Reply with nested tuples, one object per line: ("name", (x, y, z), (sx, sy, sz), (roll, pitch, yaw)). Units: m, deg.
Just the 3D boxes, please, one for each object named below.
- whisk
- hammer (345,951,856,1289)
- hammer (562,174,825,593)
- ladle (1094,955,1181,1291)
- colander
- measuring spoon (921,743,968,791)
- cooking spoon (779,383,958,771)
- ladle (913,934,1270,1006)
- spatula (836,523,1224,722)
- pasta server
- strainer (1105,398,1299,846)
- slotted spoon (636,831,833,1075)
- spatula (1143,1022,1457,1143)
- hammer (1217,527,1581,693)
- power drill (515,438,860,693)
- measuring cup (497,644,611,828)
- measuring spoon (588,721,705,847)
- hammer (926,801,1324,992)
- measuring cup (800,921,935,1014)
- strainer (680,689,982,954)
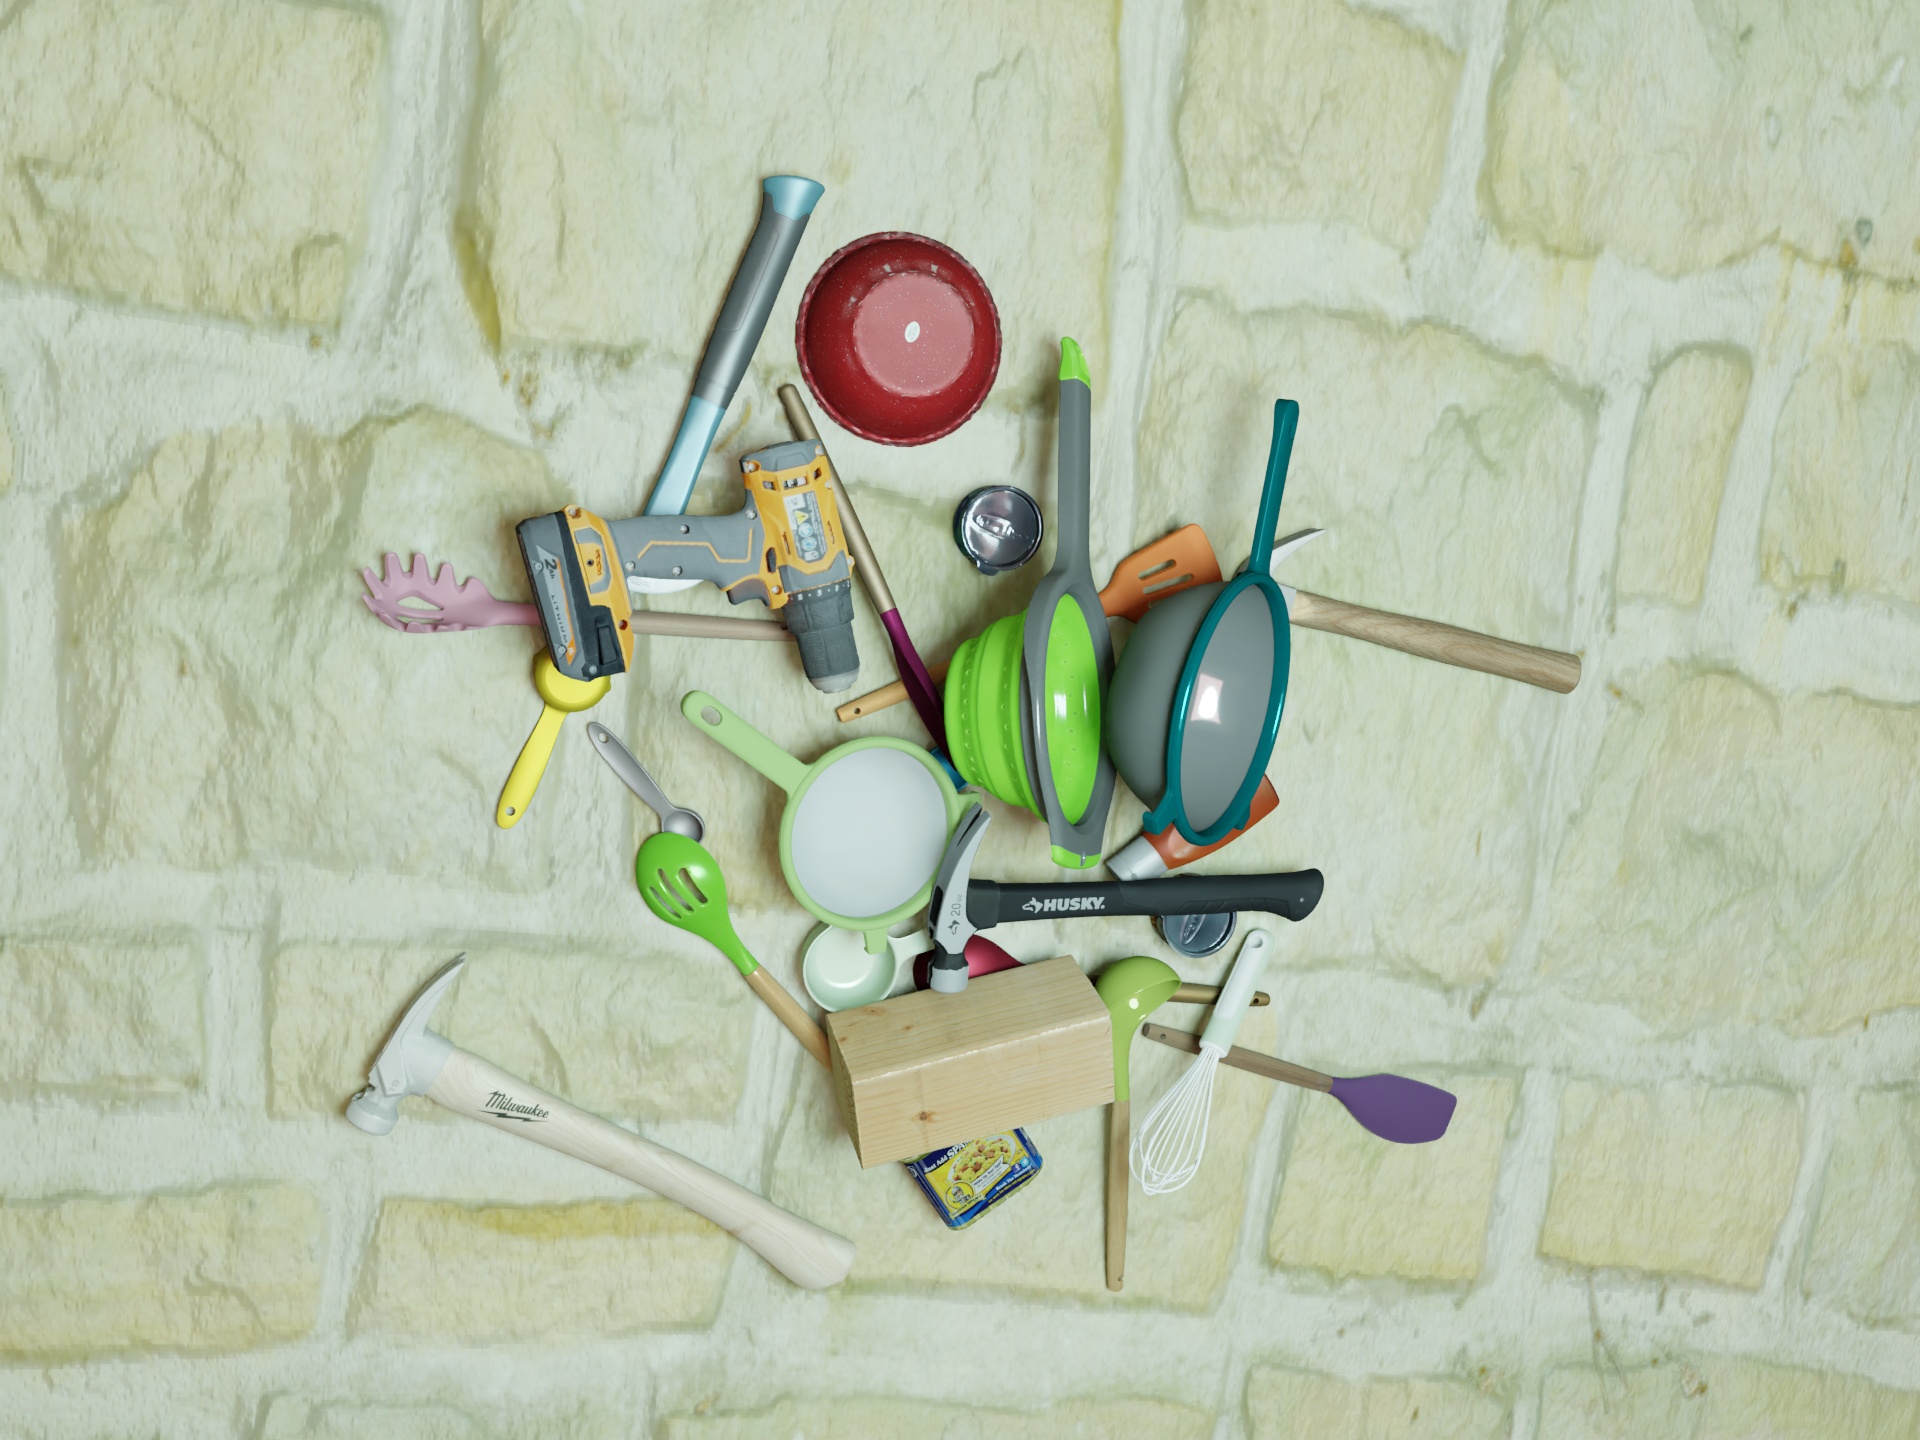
("whisk", (0.204, 0.277, 1.310), (0.246, 0.058, 0.059), (-60, 142, -23))
("hammer", (-0.256, 0.333, 1.246), (0.410, 0.038, 0.146), (31, 89, -17))
("hammer", (-0.182, -0.248, 1.174), (0.128, 0.033, 0.331), (22, 93, -15))
("ladle", (0.140, 0.342, 1.321), (0.078, 0.062, 0.320), (-11, 110, -32))
("colander", (0.049, -0.088, 1.188), (0.094, 0.204, 0.397), (-2, 83, 21))
("measuring spoon", (-0.002, -0.004, 1.253), (0.042, 0.021, 0.128), (10, 108, -14))
("cooking spoon", (-0.065, -0.107, 1.203), (0.017, 0.069, 0.319), (-25, 93, -13))
("ladle", (0.115, 0.222, 1.326), (0.315, 0.031, 0.069), (7, 100, -17))
("spatula", (0.054, -0.063, 1.257), (0.322, 0.041, 0.081), (-23, 104, -8))
("pasta server", (-0.273, -0.079, 1.175), (0.316, 0.040, 0.060), (3, 60, -16))
("strainer", (0.182, -0.079, 1.211), (0.095, 0.211, 0.340), (13, 94, 30))
("slotted spoon", (-0.147, 0.214, 1.256), (0.070, 0.031, 0.313), (-32, 109, 18))
("spatula", (0.299, 0.313, 1.388), (0.315, 0.018, 0.060), (20, 94, -17))
("hammer", (0.378, -0.075, 1.340), (0.331, 0.031, 0.130), (12, 96, -16))
("power drill", (-0.184, -0.089, 1.139), (0.226, 0.084, 0.185), (-17, 102, -16))
("measuring cup", (-0.309, 0.011, 1.184), (0.062, 0.029, 0.156), (24, 90, -16))
("measuring spoon", (-0.239, 0.047, 1.216), (0.034, 0.018, 0.124), (-35, 102, 21))
("hammer", (0.138, 0.136, 1.266), (0.334, 0.035, 0.146), (0, 106, -18))
("measuring cup", (-0.048, 0.177, 1.272), (0.167, 0.038, 0.083), (-20, 103, -12))
("strainer", (-0.116, 0.053, 1.205), (0.256, 0.069, 0.151), (39, 80, -26))
